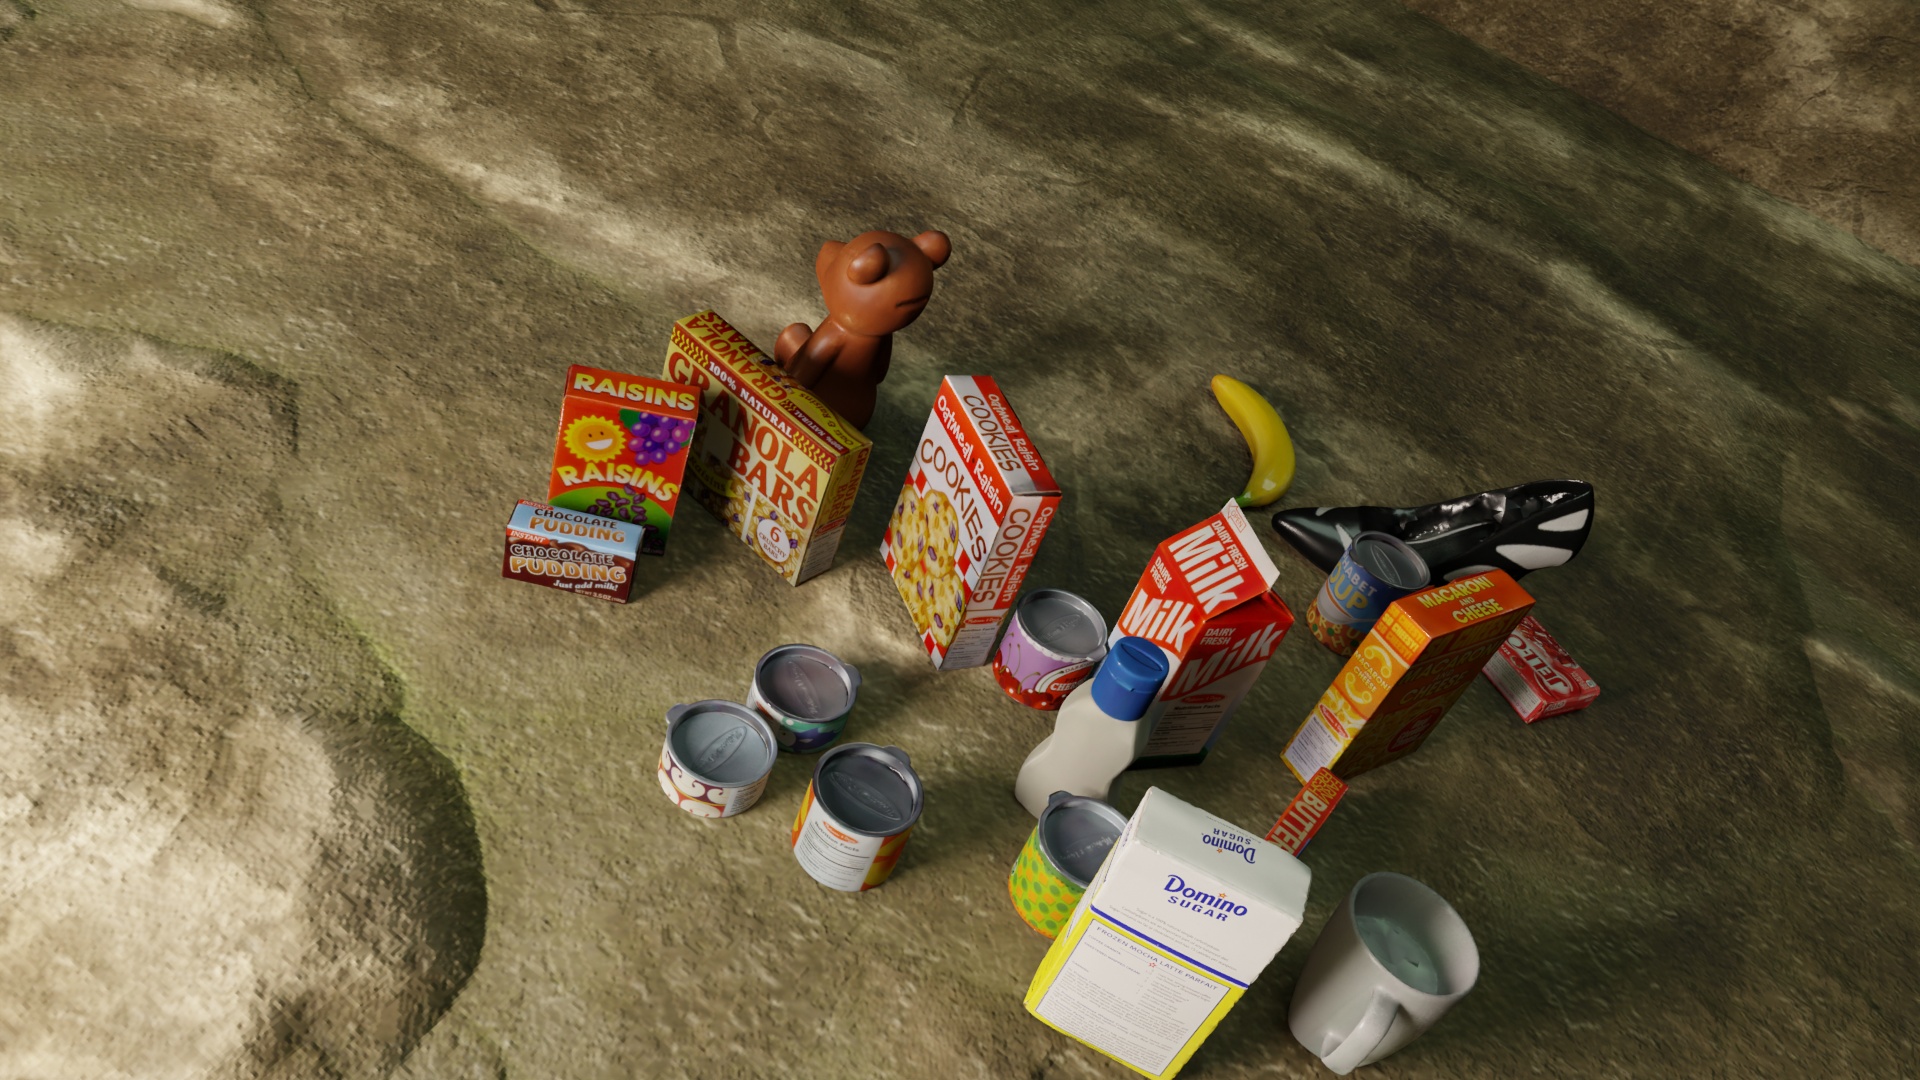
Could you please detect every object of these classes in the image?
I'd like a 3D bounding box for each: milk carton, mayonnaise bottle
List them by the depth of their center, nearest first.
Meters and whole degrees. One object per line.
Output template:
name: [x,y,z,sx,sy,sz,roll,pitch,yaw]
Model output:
mayonnaise bottle: [0.085,0.121,0.856,0.065,0.147,0.041,32,39,12]
milk carton: [0.154,0.065,0.921,0.073,0.189,0.072,1,44,-25]

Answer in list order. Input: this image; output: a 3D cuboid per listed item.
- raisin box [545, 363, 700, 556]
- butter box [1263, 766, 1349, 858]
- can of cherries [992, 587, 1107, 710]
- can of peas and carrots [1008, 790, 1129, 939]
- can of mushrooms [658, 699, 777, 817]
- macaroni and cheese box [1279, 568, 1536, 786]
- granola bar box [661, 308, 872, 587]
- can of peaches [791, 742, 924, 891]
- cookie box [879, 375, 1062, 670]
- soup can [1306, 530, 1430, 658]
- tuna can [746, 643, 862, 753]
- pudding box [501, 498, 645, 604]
raisin box: [-0.227,-0.052,0.926,0.086,0.122,0.040,10,40,-15]
butter box: [0.215,0.195,0.909,0.024,0.052,0.104,37,41,17]
can of cherries: [0.063,0.077,0.967,0.071,0.058,0.072,14,39,-11]
can of peas and carrots: [0.067,0.195,0.833,0.071,0.058,0.071,14,39,-11]
can of mushrooms: [-0.147,0.128,0.827,0.071,0.033,0.071,13,39,-11]
macaroni and cheese box: [0.312,0.098,0.977,0.124,0.165,0.040,-12,50,-35]
granola bar box: [-0.147,-0.065,0.979,0.166,0.123,0.039,40,41,20]
can of peaches: [-0.059,0.161,0.812,0.071,0.057,0.071,14,39,-11]
cookie box: [0.003,-0.012,0.955,0.040,0.166,0.123,-2,45,-28]
soup can: [0.322,0.044,1.111,0.071,0.083,0.072,14,39,-11]
tuna can: [-0.099,0.100,0.883,0.071,0.032,0.071,13,39,-11]
pudding box: [-0.252,0.007,0.904,0.084,0.049,0.030,14,39,-11]
